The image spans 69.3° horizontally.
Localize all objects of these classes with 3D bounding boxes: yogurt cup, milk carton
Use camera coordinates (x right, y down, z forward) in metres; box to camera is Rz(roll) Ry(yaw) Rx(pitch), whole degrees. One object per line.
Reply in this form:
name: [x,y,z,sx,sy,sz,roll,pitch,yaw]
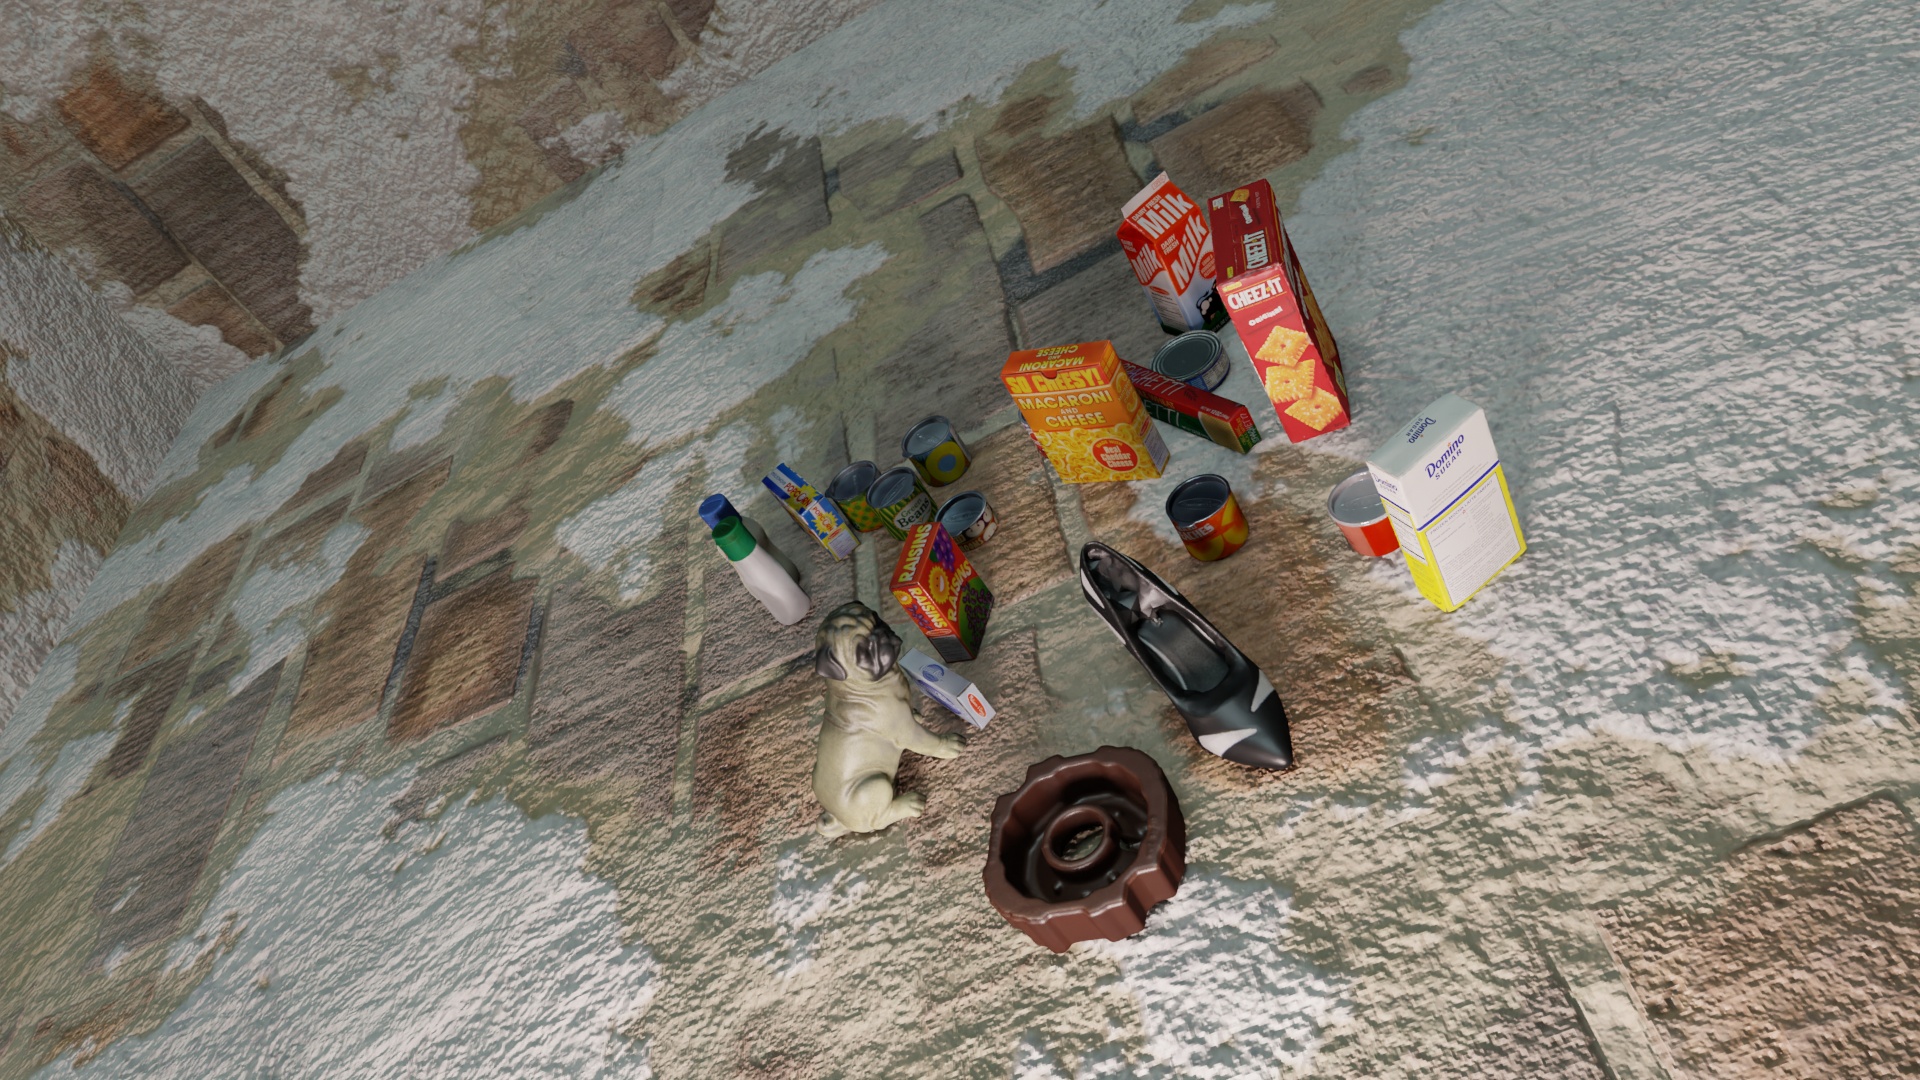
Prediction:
yogurt cup: [0.373,-0.022,1.258,0.072,0.053,0.073,-21,38,18]
milk carton: [0.243,-0.322,1.579,0.072,0.190,0.073,-43,37,-11]

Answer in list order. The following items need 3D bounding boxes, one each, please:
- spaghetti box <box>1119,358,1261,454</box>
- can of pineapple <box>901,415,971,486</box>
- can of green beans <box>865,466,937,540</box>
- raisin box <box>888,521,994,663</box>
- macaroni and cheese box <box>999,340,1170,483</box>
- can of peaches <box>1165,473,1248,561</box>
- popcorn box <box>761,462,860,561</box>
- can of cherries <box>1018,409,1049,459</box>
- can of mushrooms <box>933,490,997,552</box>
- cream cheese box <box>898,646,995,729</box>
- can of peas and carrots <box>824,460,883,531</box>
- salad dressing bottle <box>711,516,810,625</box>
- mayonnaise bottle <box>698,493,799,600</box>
spaghetti box: [0.227,-0.154,1.521,0.029,0.050,0.250,-43,37,-11]
can of pineapple: [-0.030,-0.105,1.657,0.071,0.057,0.071,-21,38,18]
can of green beans: [-0.068,-0.043,1.616,0.071,0.057,0.071,-21,38,18]
raisin box: [-0.018,0.053,1.415,0.040,0.123,0.086,-9,43,31]
macaroni and cheese box: [0.133,-0.132,1.471,0.123,0.166,0.040,-2,47,36]
can of peaches: [0.240,-0.020,1.354,0.071,0.058,0.071,-21,38,18]
popcorn box: [-0.181,-0.035,1.672,0.038,0.085,0.127,-42,37,-9]
can of cherries: [0.106,-0.133,1.583,0.071,0.058,0.072,-21,38,18]
can of mushrooms: [0.006,-0.019,1.554,0.071,0.033,0.071,-21,38,18]
cream cheese box: [-0.014,0.145,1.368,0.024,0.053,0.104,-46,38,-15]
can of peas and carrots: [-0.117,-0.051,1.663,0.071,0.058,0.071,-21,38,18]
salad dressing bottle: [-0.227,0.034,1.576,0.064,0.147,0.044,16,60,47]
mayonnaise bottle: [-0.251,0.008,1.624,0.064,0.147,0.041,-17,40,23]
